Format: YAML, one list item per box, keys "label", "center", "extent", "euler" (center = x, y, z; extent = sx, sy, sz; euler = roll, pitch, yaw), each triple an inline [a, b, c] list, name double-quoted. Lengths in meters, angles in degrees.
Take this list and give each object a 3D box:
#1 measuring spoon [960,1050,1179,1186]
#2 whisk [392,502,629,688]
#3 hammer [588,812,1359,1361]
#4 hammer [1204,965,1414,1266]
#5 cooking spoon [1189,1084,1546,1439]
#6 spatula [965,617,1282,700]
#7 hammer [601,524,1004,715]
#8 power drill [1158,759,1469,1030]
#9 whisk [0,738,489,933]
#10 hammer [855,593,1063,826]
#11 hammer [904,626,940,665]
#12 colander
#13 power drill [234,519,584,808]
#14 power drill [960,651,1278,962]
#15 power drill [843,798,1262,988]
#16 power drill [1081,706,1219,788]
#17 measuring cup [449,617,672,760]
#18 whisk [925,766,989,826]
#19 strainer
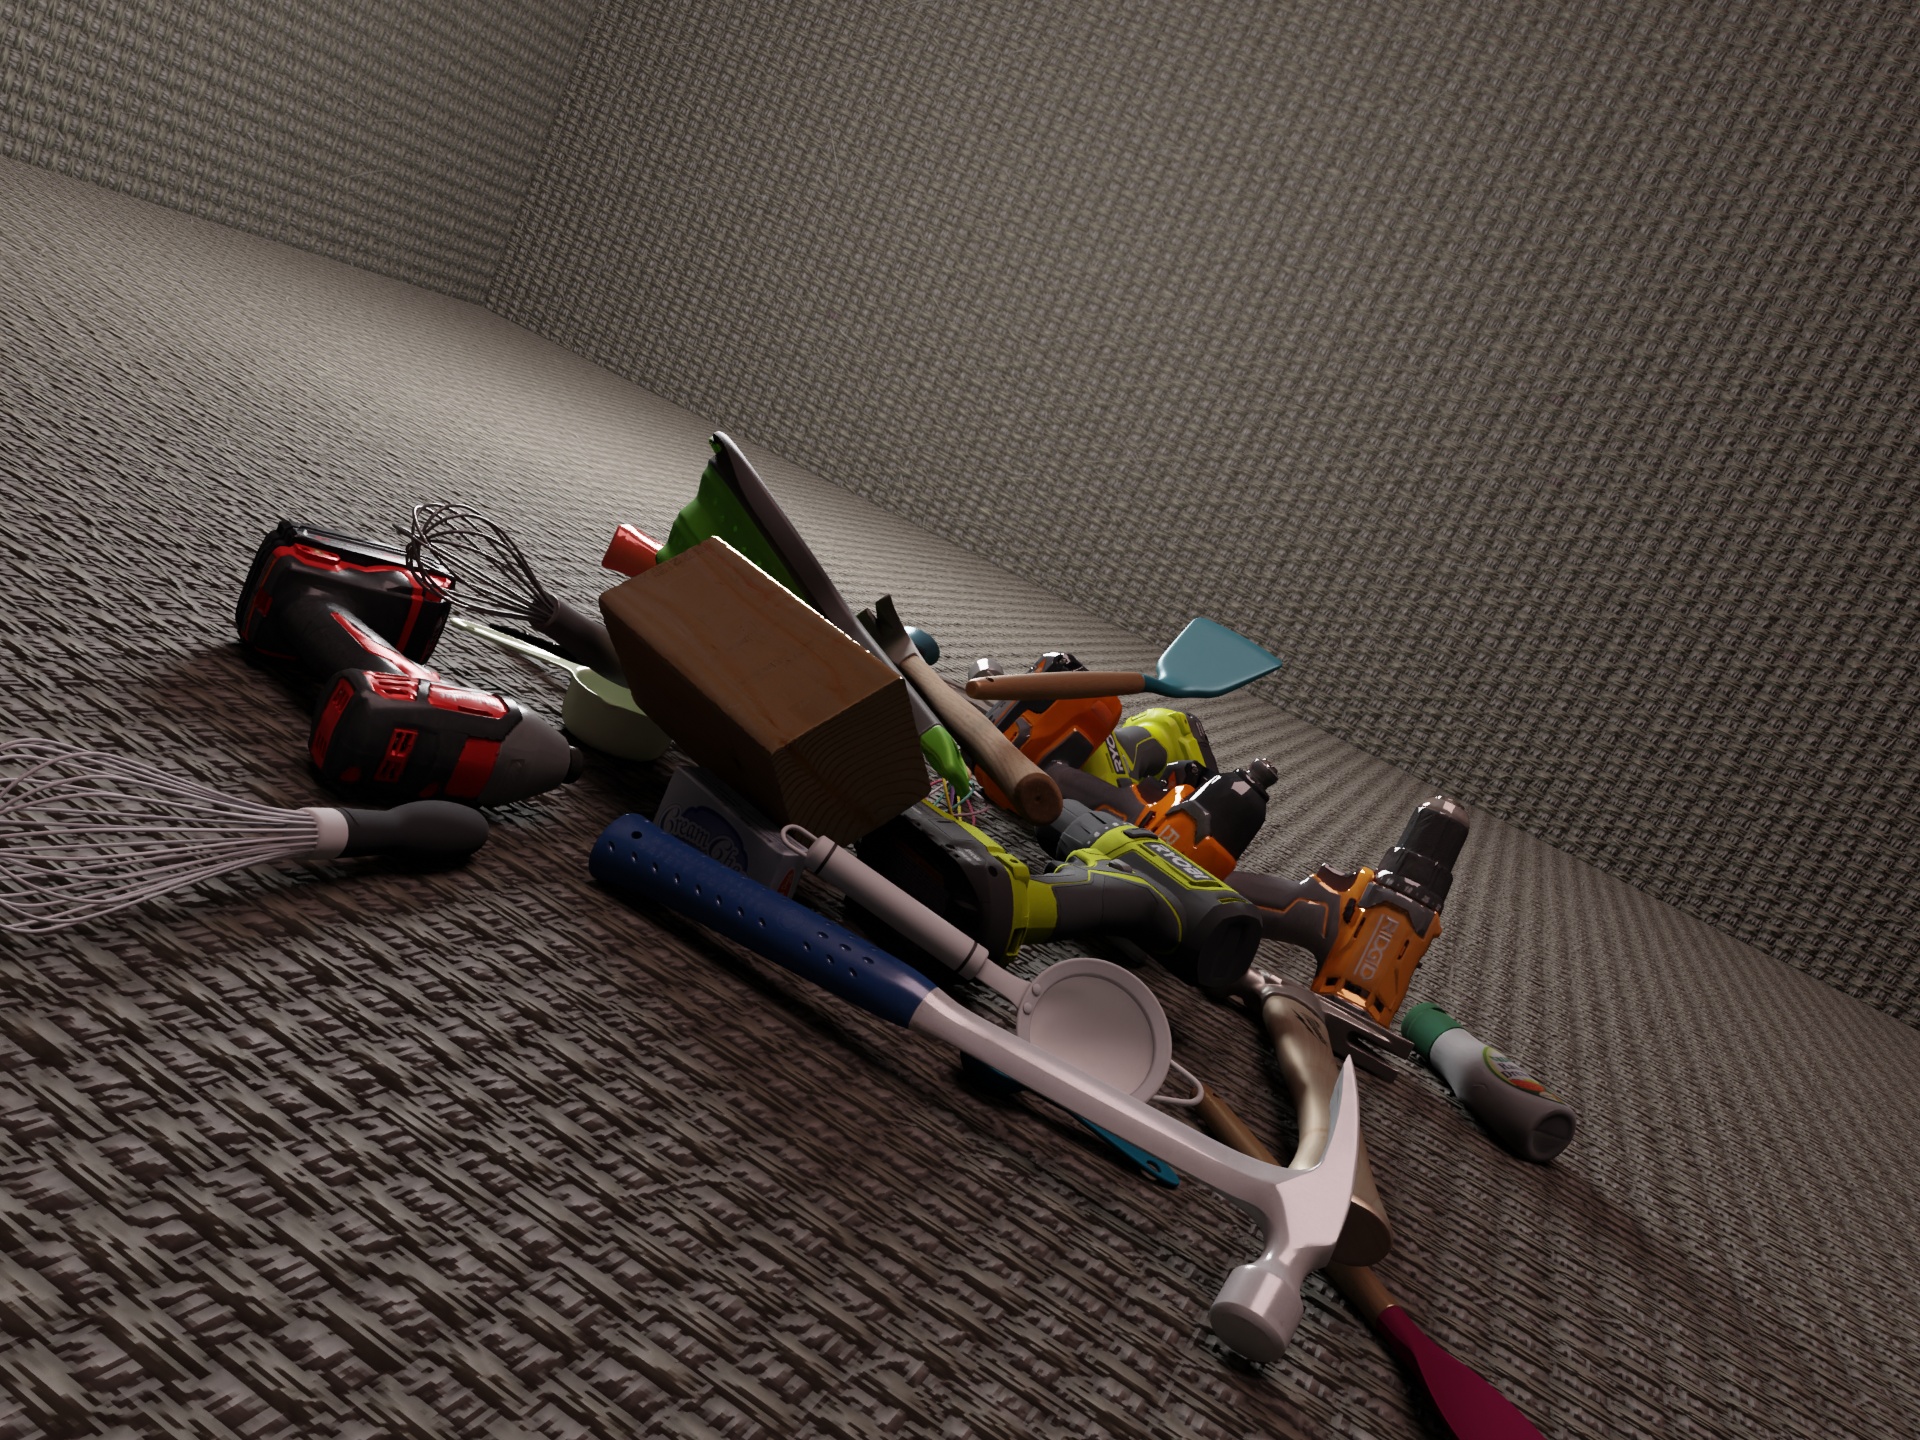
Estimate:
- label: "measuring spoon"
  center: [0.051, 0.197, 0.788]
  extent: [0.128, 0.021, 0.042]
  euler: [35, 16, 5]
- label: "whisk"
  center: [-0.250, -0.065, 0.946]
  extent: [0.055, 0.055, 0.238]
  euler: [31, -6, 29]
- label: "hammer"
  center: [-0.005, 0.139, 0.759]
  extent: [0.406, 0.035, 0.144]
  euler: [24, 47, 22]
- label: "hammer"
  center: [0.213, 0.218, 0.910]
  extent: [0.146, 0.038, 0.410]
  euler: [27, 8, 5]
- label: "cooking spoon"
  center: [0.187, 0.265, 0.749]
  extent: [0.068, 0.017, 0.319]
  euler: [24, 11, -28]
- label: "spatula"
  center: [0.110, -0.036, 1.098]
  extent: [0.082, 0.044, 0.317]
  euler: [35, 24, 32]
- label: "hammer"
  center: [-0.112, -0.063, 1.269]
  extent: [0.359, 0.036, 0.149]
  euler: [23, 25, -18]
- label: "power drill"
  center: [0.247, 0.107, 1.174]
  extent: [0.226, 0.185, 0.084]
  euler: [26, -7, 20]
- label: "whisk"
  center: [-0.288, 0.047, 0.652]
  extent: [0.070, 0.070, 0.284]
  euler: [29, 8, 21]
- label: "hammer"
  center: [-0.002, -0.003, 1.066]
  extent: [0.130, 0.031, 0.331]
  euler: [56, -4, -23]
- label: "hammer"
  center: [-0.121, -0.046, 1.309]
  extent: [0.128, 0.033, 0.331]
  euler: [41, 27, 20]
- label: "colander"
  center: [-0.117, -0.053, 1.088]
  extent: [0.398, 0.094, 0.204]
  euler: [51, -7, 45]
- label: "power drill"
  center: [-0.306, -0.024, 0.883]
  extent: [0.143, 0.078, 0.220]
  euler: [14, 19, -44]
- label: "power drill"
  center: [0.116, 0.046, 1.150]
  extent: [0.084, 0.164, 0.227]
  euler: [41, 4, -47]
- label: "power drill"
  center: [0.048, 0.097, 0.979]
  extent: [0.228, 0.080, 0.191]
  euler: [5, 19, -37]
- label: "power drill"
  center: [0.146, 0.057, 1.341]
  extent: [0.223, 0.080, 0.171]
  euler: [7, 62, -59]
- label: "measuring cup"
  center: [-0.264, -0.020, 1.042]
  extent: [0.167, 0.038, 0.083]
  euler: [24, 11, 3]
- label: "whisk"
  center: [-0.004, 0.055, 1.261]
  extent: [0.047, 0.051, 0.245]
  euler: [46, 6, -4]
- label: "strainer"
  center: [0.012, 0.131, 0.837]
  extent: [0.258, 0.087, 0.050]
  euler: [36, -33, -3]
